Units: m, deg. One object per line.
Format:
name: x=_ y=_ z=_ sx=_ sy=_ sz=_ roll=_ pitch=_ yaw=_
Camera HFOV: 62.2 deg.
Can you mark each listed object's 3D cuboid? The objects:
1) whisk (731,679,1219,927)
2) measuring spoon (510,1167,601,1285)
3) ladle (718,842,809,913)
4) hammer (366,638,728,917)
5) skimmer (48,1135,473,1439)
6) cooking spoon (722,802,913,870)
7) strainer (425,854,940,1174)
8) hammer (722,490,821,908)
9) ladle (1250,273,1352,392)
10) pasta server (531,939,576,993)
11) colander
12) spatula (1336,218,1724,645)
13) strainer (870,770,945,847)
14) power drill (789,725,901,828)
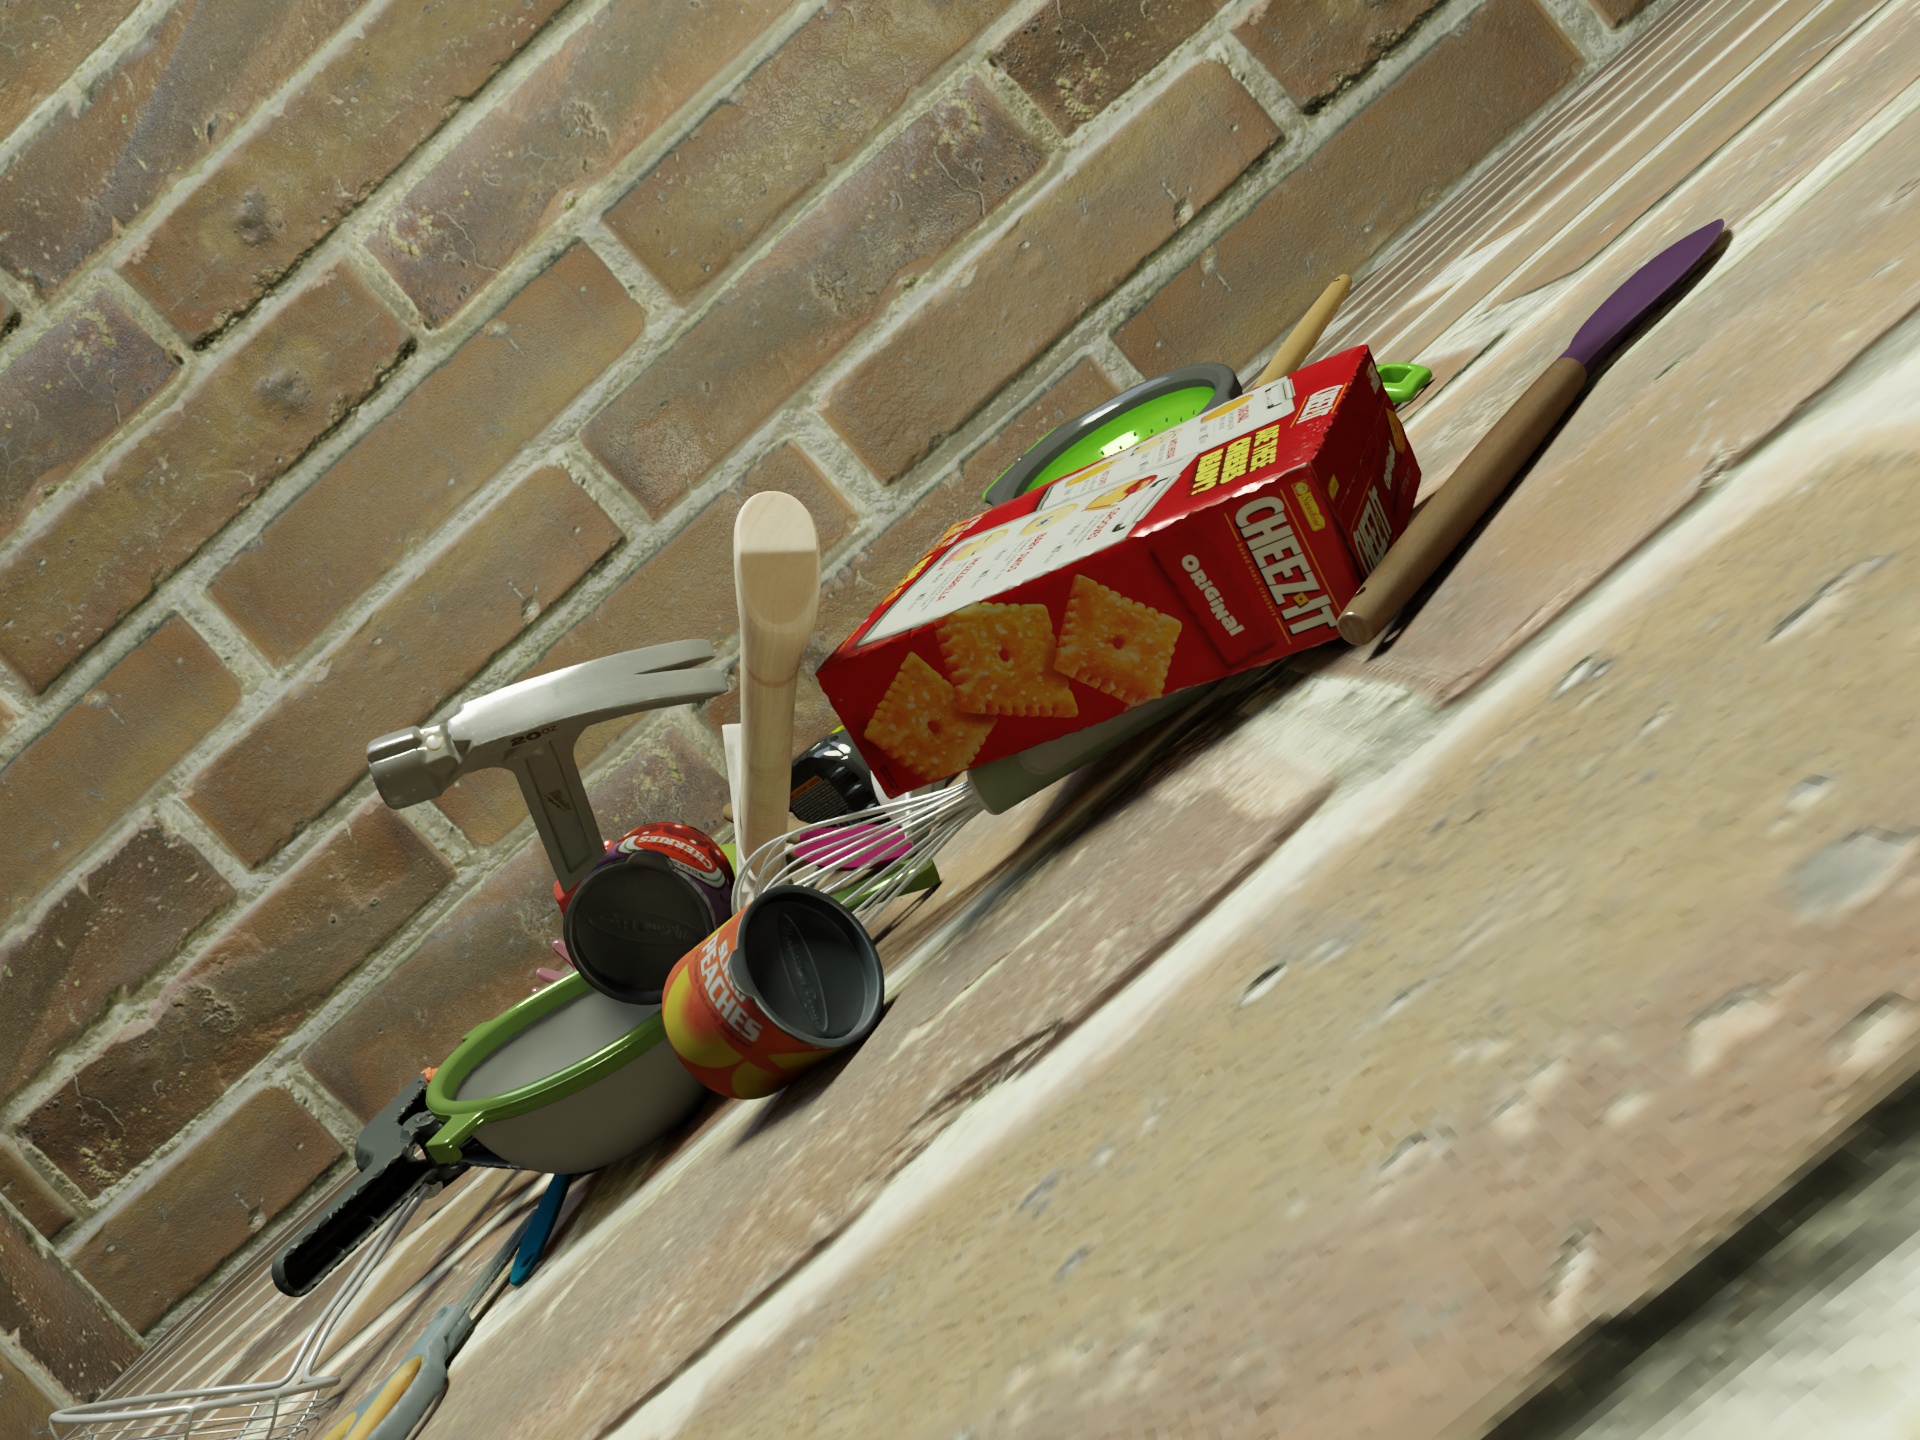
whisk: x=0.003 y=0.034 z=0.682 sx=0.246 sy=0.058 sz=0.059 roll=-31 pitch=-12 yaw=13
measuring spoon: x=-0.184 y=0.227 z=0.753 sx=0.042 sy=0.021 sz=0.129 roll=-39 pitch=14 yaw=16
ladle: x=-0.130 y=0.110 z=1.138 sx=0.062 sy=0.078 sz=0.320 roll=-51 pitch=-3 yaw=3
hammer: x=-0.175 y=0.091 z=0.808 sx=0.149 sy=0.037 sz=0.358 roll=-18 pitch=-32 yaw=-12
skimmer: x=-0.345 y=0.281 z=0.897 sx=0.127 sy=0.090 sz=0.363 roll=-12 pitch=21 yaw=19
cooking spoon: x=-0.106 y=0.074 z=1.039 sx=0.068 sy=0.017 sz=0.319 roll=-13 pitch=8 yaw=-23
strainer: x=-0.119 y=0.144 z=0.753 sx=0.256 sy=0.069 sz=0.151 roll=-24 pitch=12 yaw=-7
hammer: x=-0.095 y=-0.002 z=0.771 sx=0.038 sy=0.146 sz=0.410 roll=-4 pitch=-22 yaw=-10
ladle: x=0.202 y=-0.222 z=1.028 sx=0.069 sy=0.031 sz=0.315 roll=-2 pitch=35 yaw=35
pasta server: x=-0.192 y=0.156 z=0.988 sx=0.316 sy=0.040 sz=0.060 roll=-13 pitch=45 yaw=56
colander: x=0.180 y=-0.175 z=1.129 sx=0.204 sy=0.094 sz=0.397 roll=-45 pitch=24 yaw=-27
spatula: x=0.219 y=-0.119 z=0.595 sx=0.316 sy=0.018 sz=0.060 roll=-44 pitch=6 yaw=-34
strainer: x=-0.002 y=-0.003 z=0.957 sx=0.258 sy=0.050 sz=0.086 roll=-51 pitch=-30 yaw=-54
power drill: x=-0.020 y=-0.001 z=1.128 sx=0.228 sy=0.080 sz=0.190 roll=-41 pitch=4 yaw=-27
